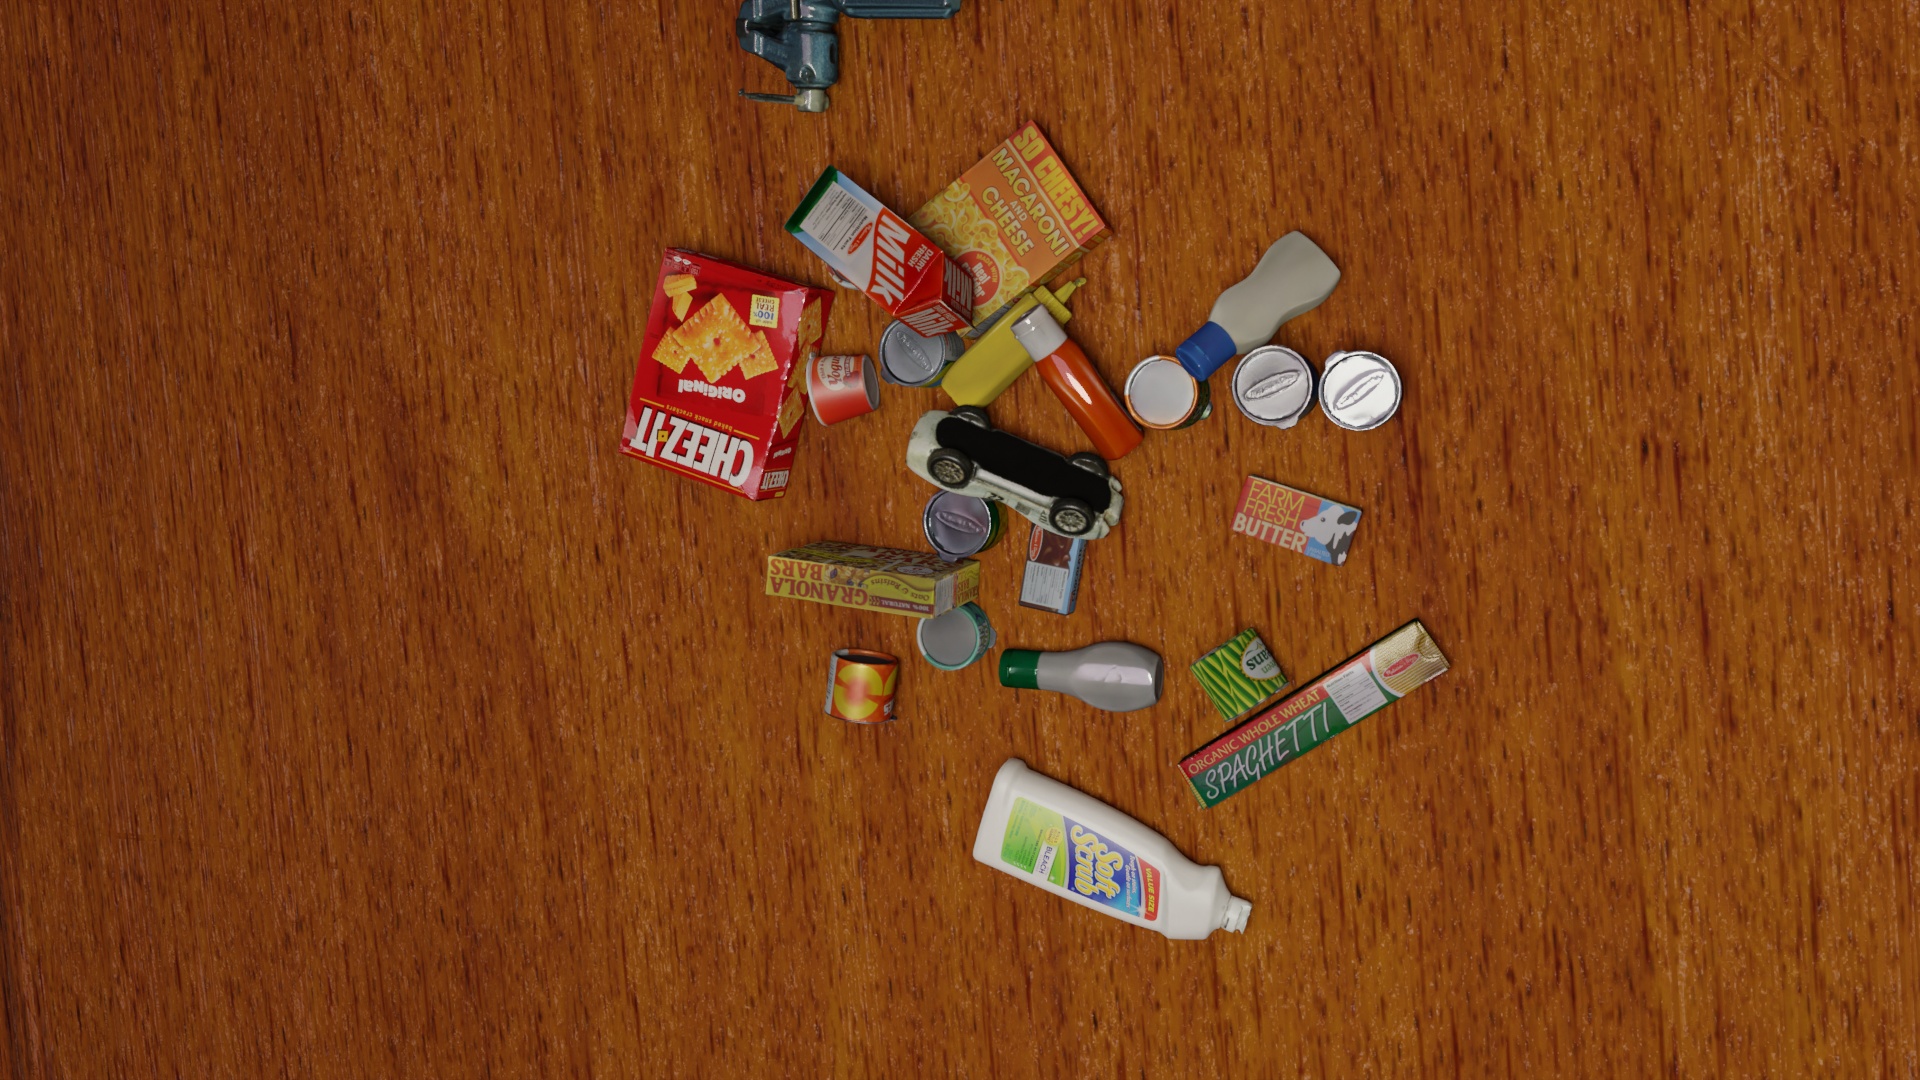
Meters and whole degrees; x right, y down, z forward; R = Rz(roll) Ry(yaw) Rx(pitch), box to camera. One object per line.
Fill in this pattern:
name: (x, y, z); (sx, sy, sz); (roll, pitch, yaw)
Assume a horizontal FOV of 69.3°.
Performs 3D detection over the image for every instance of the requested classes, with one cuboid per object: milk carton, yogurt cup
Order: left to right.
yogurt cup: (-0.110, -0.146, 1.322); (0.054, 0.072, 0.072); (-9, 91, 12)
milk carton: (-0.060, -0.247, 1.239); (0.191, 0.072, 0.073); (41, 98, 23)

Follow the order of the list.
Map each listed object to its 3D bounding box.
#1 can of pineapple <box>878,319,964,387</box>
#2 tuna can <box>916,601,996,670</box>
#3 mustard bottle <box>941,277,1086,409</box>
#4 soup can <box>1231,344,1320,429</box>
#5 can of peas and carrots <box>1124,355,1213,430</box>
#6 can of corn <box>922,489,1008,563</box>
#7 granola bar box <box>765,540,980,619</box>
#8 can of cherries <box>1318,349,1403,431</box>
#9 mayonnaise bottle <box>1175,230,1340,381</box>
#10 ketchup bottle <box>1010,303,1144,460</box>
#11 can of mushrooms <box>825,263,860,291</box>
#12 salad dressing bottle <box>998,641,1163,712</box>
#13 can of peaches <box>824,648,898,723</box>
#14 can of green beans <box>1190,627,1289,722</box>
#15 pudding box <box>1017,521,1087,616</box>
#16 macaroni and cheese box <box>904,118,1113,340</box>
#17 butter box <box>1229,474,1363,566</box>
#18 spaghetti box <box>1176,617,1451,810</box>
can of pineapple: (-0.037, -0.175, 1.296); (0.071, 0.058, 0.071); (2, 94, 20)
tuna can: (-0.004, 0.090, 1.317); (0.071, 0.033, 0.071); (2, 95, 20)
mustard bottle: (0.053, -0.184, 1.264); (0.160, 0.065, 0.049); (-44, 85, 11)
soup can: (0.270, -0.128, 1.178); (0.071, 0.084, 0.071); (2, 95, 20)
can of peas and carrots: (0.184, -0.128, 1.221); (0.071, 0.059, 0.071); (2, 95, 20)
can of corn: (0.005, -0.016, 1.293); (0.071, 0.058, 0.071); (2, 95, 19)
granola bar box: (-0.079, 0.033, 1.291); (0.165, 0.124, 0.039); (7, 99, 19)
can of cherries: (0.337, -0.128, 1.168); (0.071, 0.058, 0.071); (2, 95, 20)
mayonnaise bottle: (0.248, -0.194, 1.175); (0.148, 0.041, 0.065); (-40, 77, -7)
ketchup bottle: (0.102, -0.139, 1.223); (0.043, 0.065, 0.148); (-39, 103, 2)
can of mushrooms: (-0.095, -0.273, 1.322); (0.071, 0.033, 0.071); (2, 95, 20)
salad dressing bottle: (0.110, 0.122, 1.275); (0.147, 0.044, 0.064); (3, 97, 20)
can of peaches: (-0.093, 0.140, 1.336); (0.071, 0.071, 0.058); (9, 97, 19)
can of green beans: (0.244, 0.117, 1.215); (0.071, 0.071, 0.058); (-35, 82, 19)
pudding box: (0.087, 0.023, 1.282); (0.050, 0.030, 0.083); (12, 98, 19)
macaroni and cheese box: (0.038, -0.283, 1.271); (0.166, 0.040, 0.124); (-35, 82, 19)
butter box: (0.292, -0.018, 1.210); (0.103, 0.024, 0.053); (19, 100, 17)
spaghetti box: (0.305, 0.153, 1.215); (0.249, 0.029, 0.050); (-35, 82, 18)
